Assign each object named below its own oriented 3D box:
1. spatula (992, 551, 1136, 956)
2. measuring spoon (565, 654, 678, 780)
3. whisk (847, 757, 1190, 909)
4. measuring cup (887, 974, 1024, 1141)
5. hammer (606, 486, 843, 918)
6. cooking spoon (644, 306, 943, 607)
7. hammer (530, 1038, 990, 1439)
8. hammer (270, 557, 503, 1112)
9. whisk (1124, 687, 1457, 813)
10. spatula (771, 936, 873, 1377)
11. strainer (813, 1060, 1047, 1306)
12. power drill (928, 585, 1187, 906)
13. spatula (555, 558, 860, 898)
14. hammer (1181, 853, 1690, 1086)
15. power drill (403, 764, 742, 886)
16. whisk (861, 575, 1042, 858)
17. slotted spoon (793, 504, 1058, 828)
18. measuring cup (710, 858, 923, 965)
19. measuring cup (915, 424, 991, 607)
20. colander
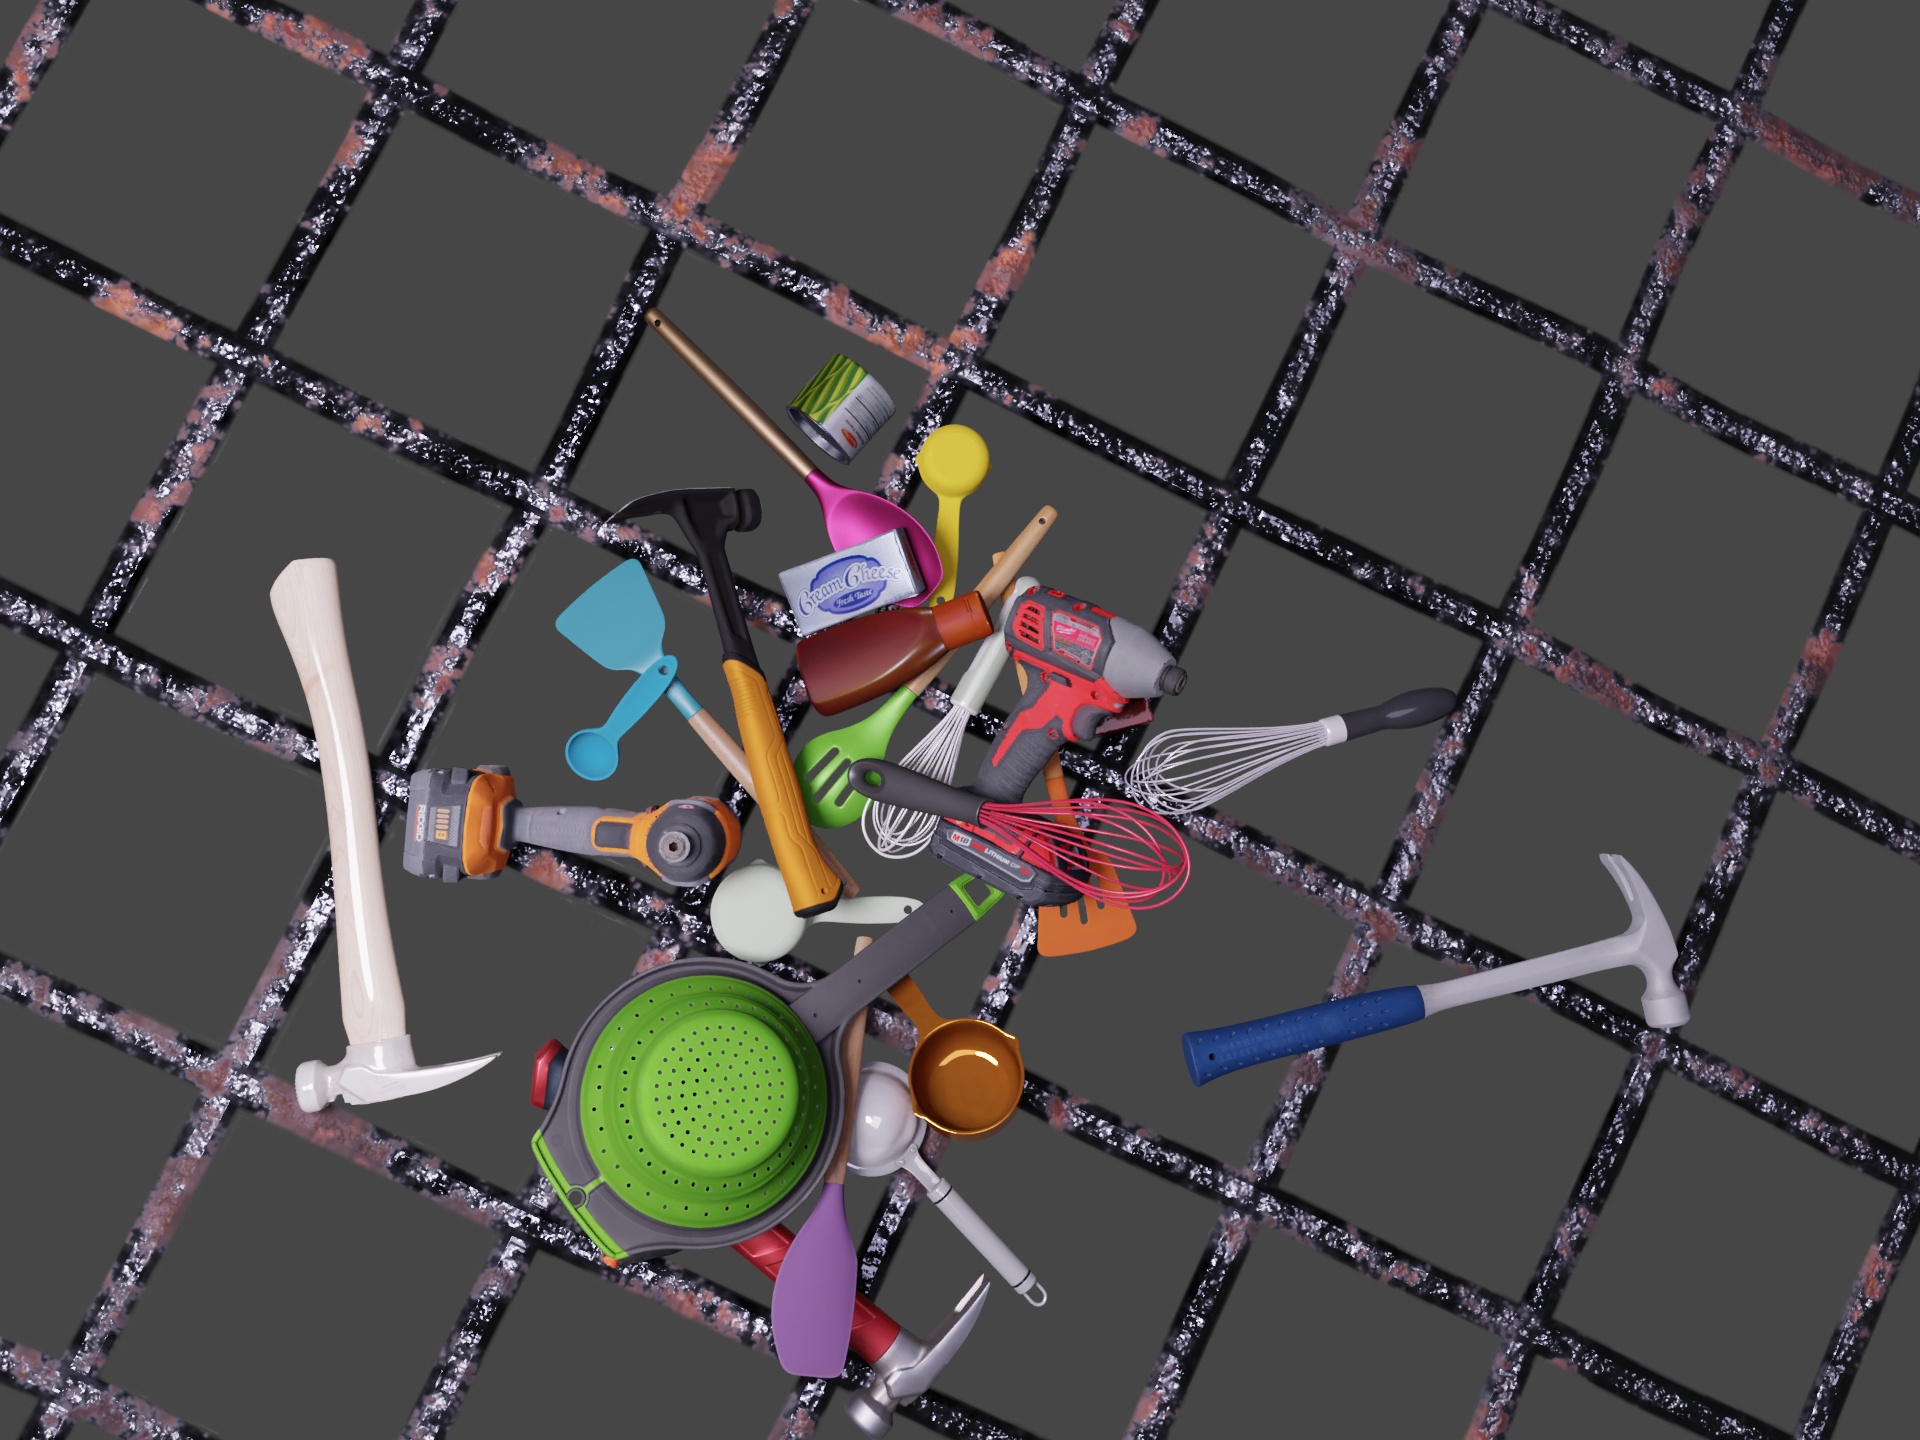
[{"bbox_3d":[0.067,0.024,1.260,0.081,0.041,0.323,-13,83,-5],"label":"spatula"},{"bbox_3d":[-0.253,-0.006,1.212,0.042,0.021,0.128,41,110,-9],"label":"measuring spoon"},{"bbox_3d":[0.034,0.070,1.134,0.296,0.073,0.073,15,84,34],"label":"whisk"},{"bbox_3d":[-0.019,0.246,1.227,0.095,0.052,0.174,-34,64,-12],"label":"measuring cup"},{"bbox_3d":[-0.161,-0.014,1.190,0.127,0.034,0.337,-11,80,-44],"label":"hammer"},{"bbox_3d":[-0.134,-0.211,1.247,0.319,0.017,0.068,45,109,4],"label":"cooking spoon"},{"bbox_3d":[-0.154,0.358,1.177,0.386,0.038,0.143,43,78,-9],"label":"hammer"},{"bbox_3d":[-0.450,0.079,1.203,0.146,0.038,0.411,-9,86,-7],"label":"hammer"},{"bbox_3d":[0.265,0.015,1.263,0.284,0.070,0.070,-14,87,-11],"label":"whisk"},{"bbox_3d":[-0.093,0.316,1.178,0.059,0.018,0.316,10,71,-9],"label":"spatula"},{"bbox_3d":[-0.020,0.354,1.220,0.087,0.050,0.258,-44,94,-21],"label":"strainer"},{"bbox_3d":[0.074,0.021,1.188,0.143,0.078,0.219,24,98,27],"label":"power drill"},{"bbox_3d":[-0.184,0.014,1.227,0.082,0.044,0.317,-41,90,-5],"label":"spatula"},{"bbox_3d":[0.374,0.215,1.264,0.405,0.035,0.144,-13,87,-6],"label":"hammer"},{"bbox_3d":[-0.278,0.081,1.155,0.226,0.164,0.084,5,88,-3],"label":"power drill"},{"bbox_3d":[-0.002,-0.004,1.233,0.059,0.058,0.246,30,86,-9],"label":"whisk"},{"bbox_3d":[-0.025,-0.045,1.243,0.070,0.031,0.314,38,86,3],"label":"slotted spoon"},{"bbox_3d":[-0.109,0.148,1.225,0.167,0.038,0.083,-1,86,-4],"label":"measuring cup"},{"bbox_3d":[-0.009,-0.159,1.260,0.062,0.029,0.156,6,84,-4],"label":"measuring cup"},{"bbox_3d":[-0.112,0.218,1.139,0.397,0.094,0.204,-35,85,-23],"label":"colander"}]
